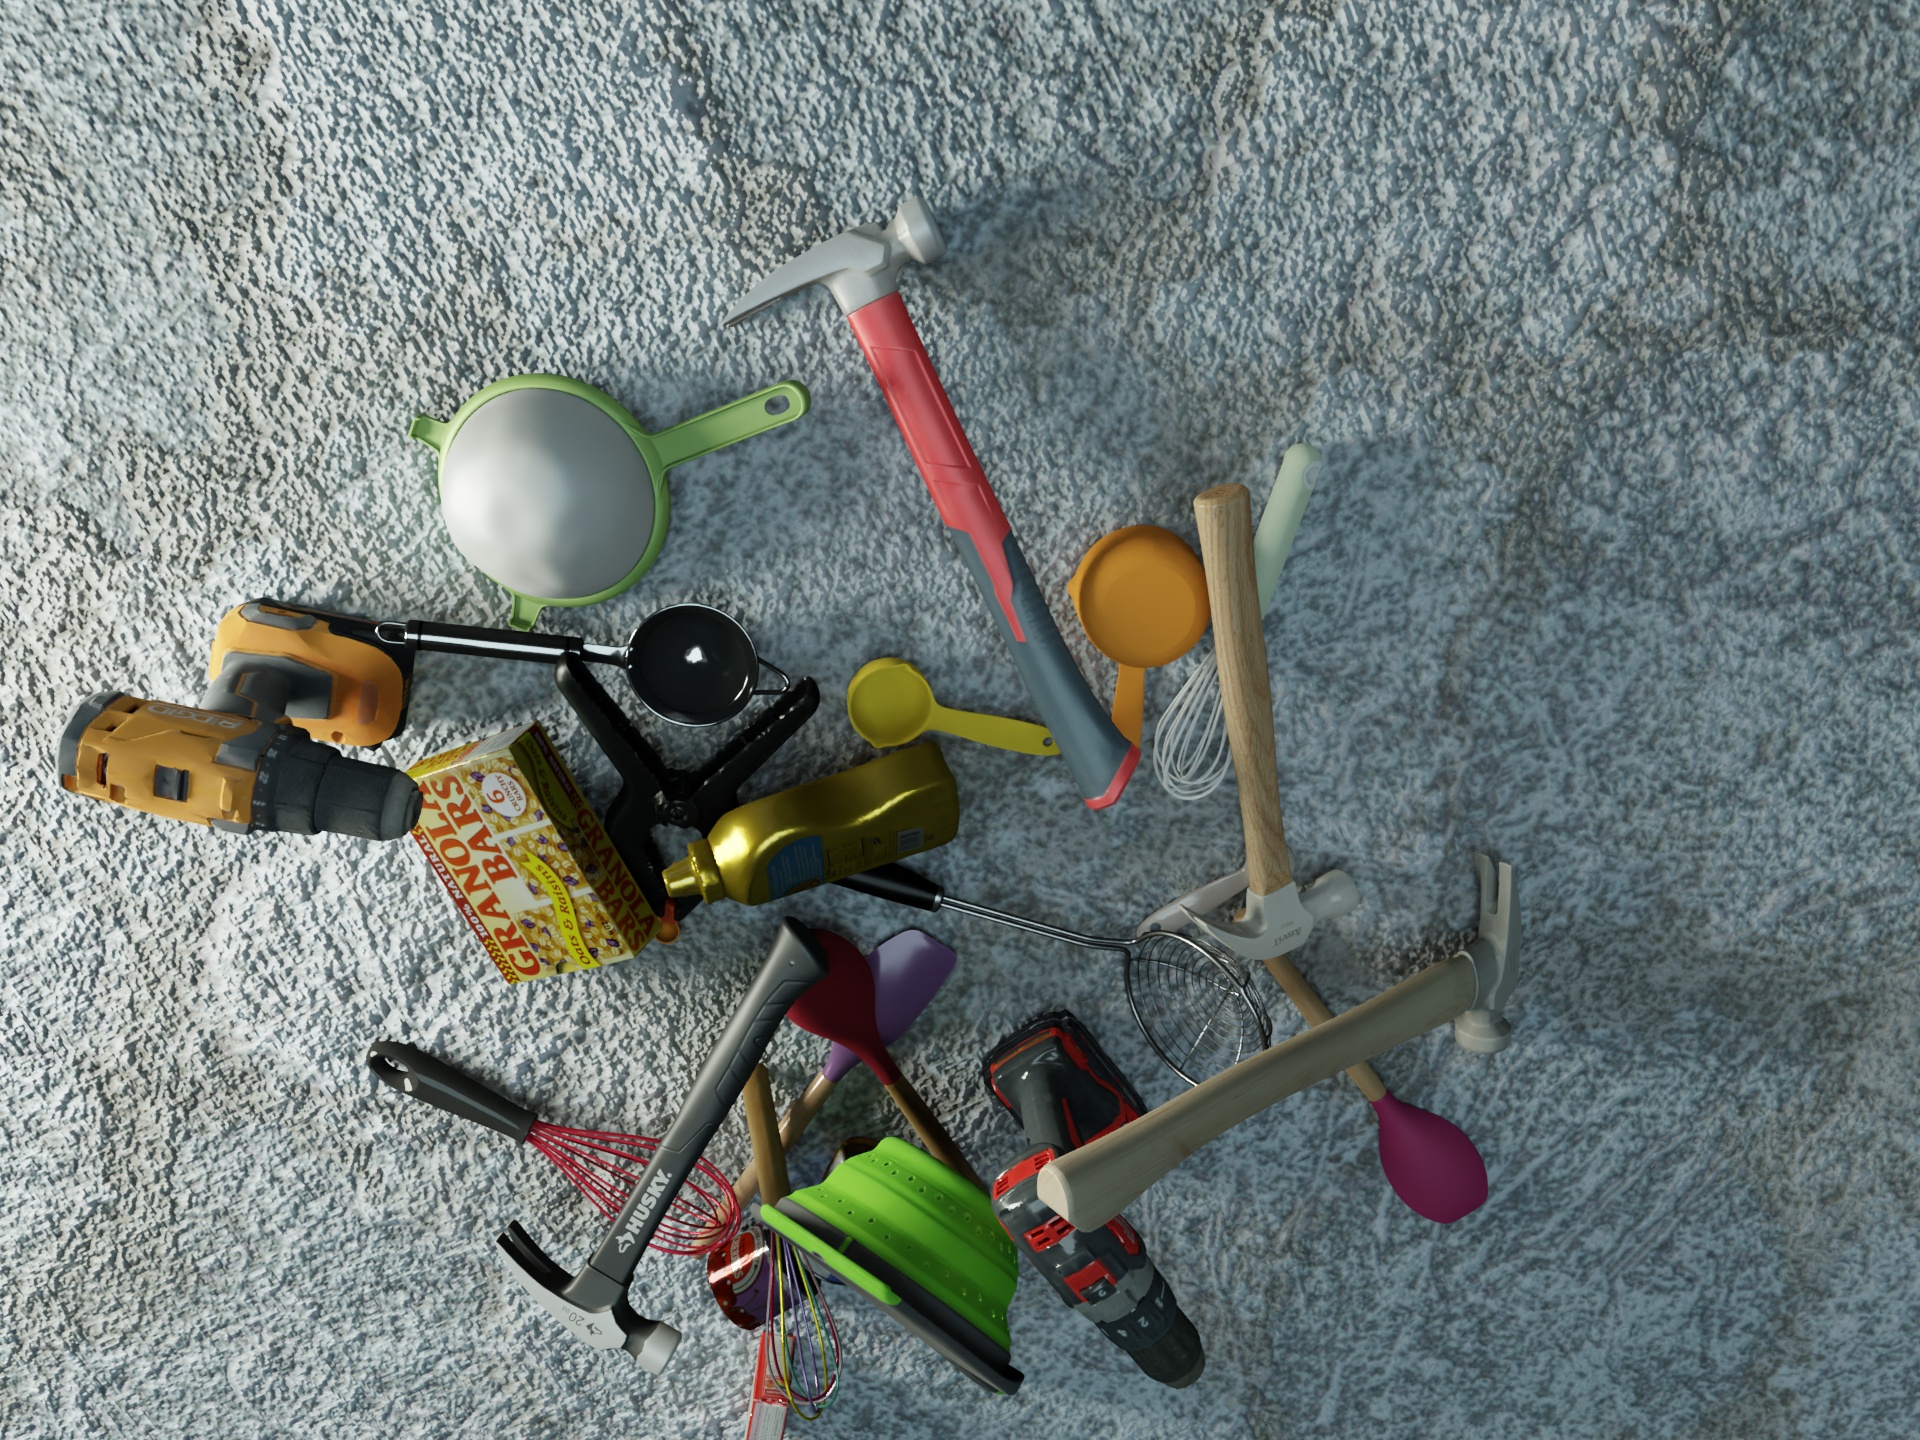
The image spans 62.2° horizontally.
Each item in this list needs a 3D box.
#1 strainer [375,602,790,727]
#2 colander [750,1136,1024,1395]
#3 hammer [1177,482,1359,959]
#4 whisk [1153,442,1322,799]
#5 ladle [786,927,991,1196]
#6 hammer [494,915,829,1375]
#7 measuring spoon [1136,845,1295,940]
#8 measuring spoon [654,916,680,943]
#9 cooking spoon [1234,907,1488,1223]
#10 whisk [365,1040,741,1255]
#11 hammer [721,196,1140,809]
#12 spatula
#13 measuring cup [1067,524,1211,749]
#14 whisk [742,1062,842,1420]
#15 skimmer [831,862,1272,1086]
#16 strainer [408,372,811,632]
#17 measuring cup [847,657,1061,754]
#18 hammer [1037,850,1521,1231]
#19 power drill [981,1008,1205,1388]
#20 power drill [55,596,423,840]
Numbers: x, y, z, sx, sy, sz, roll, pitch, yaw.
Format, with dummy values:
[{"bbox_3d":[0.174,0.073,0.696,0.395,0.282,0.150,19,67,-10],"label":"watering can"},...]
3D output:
[{"bbox_3d":[-0.238,-0.045,1.017,0.258,0.050,0.086,6,114,-12],"label":"strainer"},{"bbox_3d":[-0.006,0.381,1.096,0.094,0.205,0.396,-55,148,-19],"label":"colander"},{"bbox_3d":[0.184,0.010,1.016,0.130,0.031,0.331,-24,118,-23],"label":"hammer"},{"bbox_3d":[0.181,-0.062,1.035,0.057,0.059,0.246,2,111,-49],"label":"whisk"},{"bbox_3d":[-0.037,0.275,1.144,0.069,0.031,0.315,-30,113,5],"label":"ladle"},{"bbox_3d":[-0.189,0.279,1.086,0.146,0.035,0.334,31,100,1],"label":"hammer"},{"bbox_3d":[0.178,0.125,1.111,0.124,0.018,0.034,-30,107,10],"label":"measuring spoon"},{"bbox_3d":[-0.235,0.109,1.104,0.021,0.011,0.117,-36,102,10],"label":"measuring spoon"},{"bbox_3d":[0.290,0.255,1.158,0.069,0.017,0.318,-35,107,10],"label":"cooking spoon"},{"bbox_3d":[-0.292,0.303,1.147,0.296,0.073,0.073,27,107,-3],"label":"whisk"},{"bbox_3d":[-0.002,-0.113,0.988,0.143,0.038,0.386,-25,99,8],"label":"hammer"},{"bbox_3d":[-0.111,0.277,1.158,0.059,0.018,0.316,32,104,-14],"label":"spatula"},{"bbox_3d":[0.116,-0.037,1.035,0.095,0.052,0.173,3,107,-2],"label":"measuring cup"},{"bbox_3d":[-0.125,0.365,1.121,0.047,0.051,0.245,-4,76,-37],"label":"whisk"},{"bbox_3d":[0.037,0.162,1.083,0.363,0.090,0.127,17,139,-4],"label":"skimmer"},{"bbox_3d":[-0.212,-0.148,0.962,0.256,0.069,0.151,-18,109,16],"label":"strainer"},{"bbox_3d":[-0.002,-0.003,1.065,0.156,0.029,0.062,13,110,-18],"label":"measuring cup"},{"bbox_3d":[0.218,0.210,1.017,0.410,0.038,0.146,-17,114,-32],"label":"hammer"},{"bbox_3d":[0.090,0.318,1.065,0.080,0.227,0.187,-35,106,10],"label":"power drill"},{"bbox_3d":[-0.392,0.003,0.948,0.185,0.226,0.084,12,109,-5],"label":"power drill"}]
